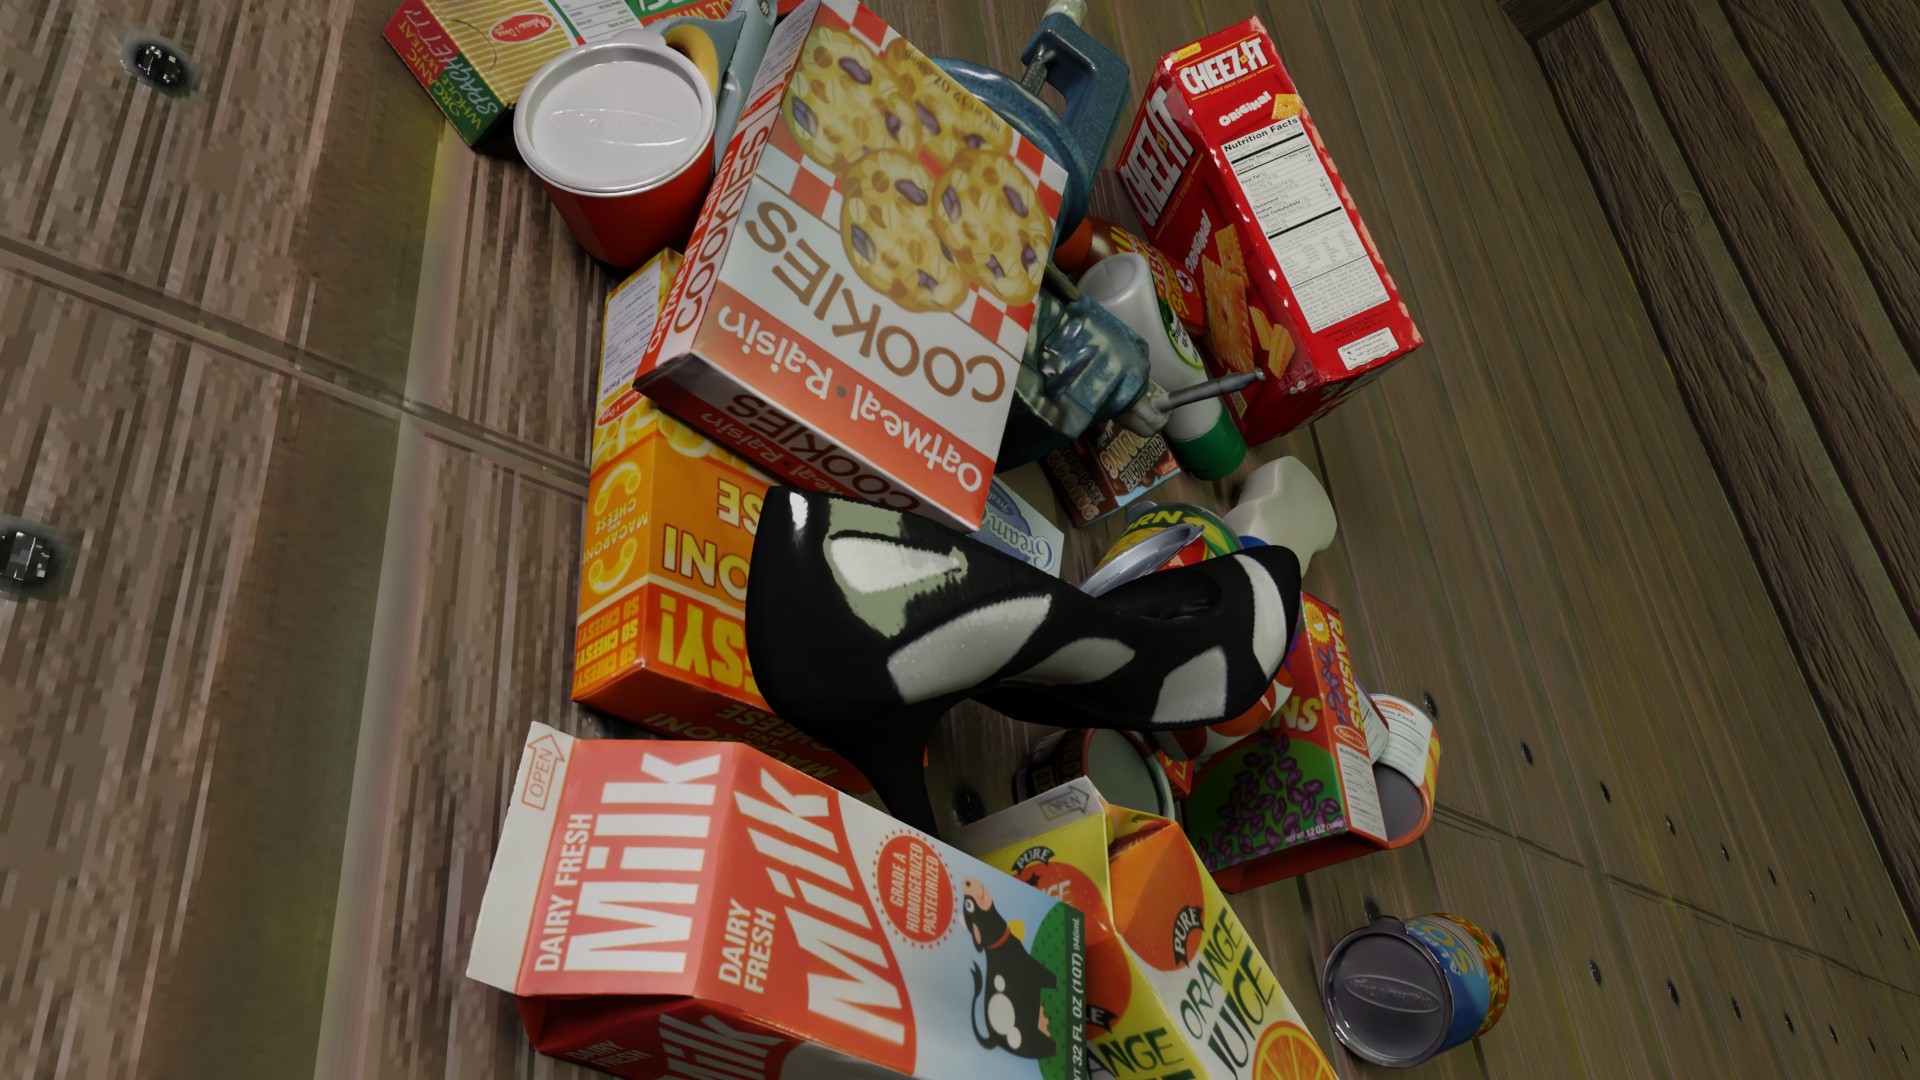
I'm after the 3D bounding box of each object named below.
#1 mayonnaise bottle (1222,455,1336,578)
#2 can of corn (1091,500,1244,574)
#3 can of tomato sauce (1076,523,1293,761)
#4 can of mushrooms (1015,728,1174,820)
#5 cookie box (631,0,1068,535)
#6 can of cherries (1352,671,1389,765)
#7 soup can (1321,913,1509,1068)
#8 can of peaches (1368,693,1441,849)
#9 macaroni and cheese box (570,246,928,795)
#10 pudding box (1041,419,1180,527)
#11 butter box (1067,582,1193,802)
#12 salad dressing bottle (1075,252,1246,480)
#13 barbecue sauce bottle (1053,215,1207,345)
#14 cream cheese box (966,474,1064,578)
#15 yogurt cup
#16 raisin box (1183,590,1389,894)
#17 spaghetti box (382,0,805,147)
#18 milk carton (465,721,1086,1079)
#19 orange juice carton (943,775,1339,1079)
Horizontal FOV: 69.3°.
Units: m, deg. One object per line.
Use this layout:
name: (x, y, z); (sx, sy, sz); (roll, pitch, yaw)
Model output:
mayonnaise bottle: (0.180, 0.000, 0.819); (0.064, 0.041, 0.149); (57, 35, -4)
can of corn: (0.098, 0.021, 0.674); (0.071, 0.071, 0.058); (56, 34, -8)
can of tomato sauce: (0.098, 0.043, 0.607); (0.083, 0.071, 0.071); (57, 34, -7)
can of mushrooms: (0.058, 0.109, 0.587); (0.071, 0.033, 0.071); (32, 45, -37)
cookie box: (-0.032, -0.097, 0.499); (0.123, 0.040, 0.168); (31, 58, -30)
can of cherries: (0.182, 0.091, 0.736); (0.058, 0.071, 0.072); (52, 35, -15)
soup can: (0.231, 0.222, 0.701); (0.084, 0.071, 0.071); (10, 59, -50)
can of peaches: (0.230, 0.130, 0.770); (0.071, 0.071, 0.058); (54, 34, -11)
macaroni and cheese box: (-0.070, -0.005, 0.494); (0.123, 0.040, 0.167); (28, 46, -40)
pudding box: (0.078, -0.042, 0.724); (0.084, 0.030, 0.049); (-26, 89, -56)
butter box: (0.069, 0.071, 0.636); (0.103, 0.024, 0.053); (45, 36, -23)
salad dressing bottle: (0.115, -0.093, 0.777); (0.147, 0.044, 0.064); (50, 20, -37)
barbecue sauce bottle: (0.084, -0.157, 0.801); (0.148, 0.043, 0.065); (19, 49, -45)
cream cheese box: (0.002, -0.008, 0.605); (0.103, 0.024, 0.054); (39, 41, -29)
yogurt cup: (-0.118, -0.134, 0.493); (0.053, 0.072, 0.072); (92, -11, -65)
raisin box: (0.149, 0.097, 0.668); (0.040, 0.086, 0.124); (27, 46, -38)
spaghetti box: (-0.131, -0.219, 0.577); (0.050, 0.028, 0.251); (54, 35, -11)
milk carton: (-0.050, 0.119, 0.401); (0.190, 0.073, 0.073); (34, 43, -34)
orange juice carton: (0.070, 0.177, 0.519); (0.192, 0.071, 0.073); (58, 33, -6)
